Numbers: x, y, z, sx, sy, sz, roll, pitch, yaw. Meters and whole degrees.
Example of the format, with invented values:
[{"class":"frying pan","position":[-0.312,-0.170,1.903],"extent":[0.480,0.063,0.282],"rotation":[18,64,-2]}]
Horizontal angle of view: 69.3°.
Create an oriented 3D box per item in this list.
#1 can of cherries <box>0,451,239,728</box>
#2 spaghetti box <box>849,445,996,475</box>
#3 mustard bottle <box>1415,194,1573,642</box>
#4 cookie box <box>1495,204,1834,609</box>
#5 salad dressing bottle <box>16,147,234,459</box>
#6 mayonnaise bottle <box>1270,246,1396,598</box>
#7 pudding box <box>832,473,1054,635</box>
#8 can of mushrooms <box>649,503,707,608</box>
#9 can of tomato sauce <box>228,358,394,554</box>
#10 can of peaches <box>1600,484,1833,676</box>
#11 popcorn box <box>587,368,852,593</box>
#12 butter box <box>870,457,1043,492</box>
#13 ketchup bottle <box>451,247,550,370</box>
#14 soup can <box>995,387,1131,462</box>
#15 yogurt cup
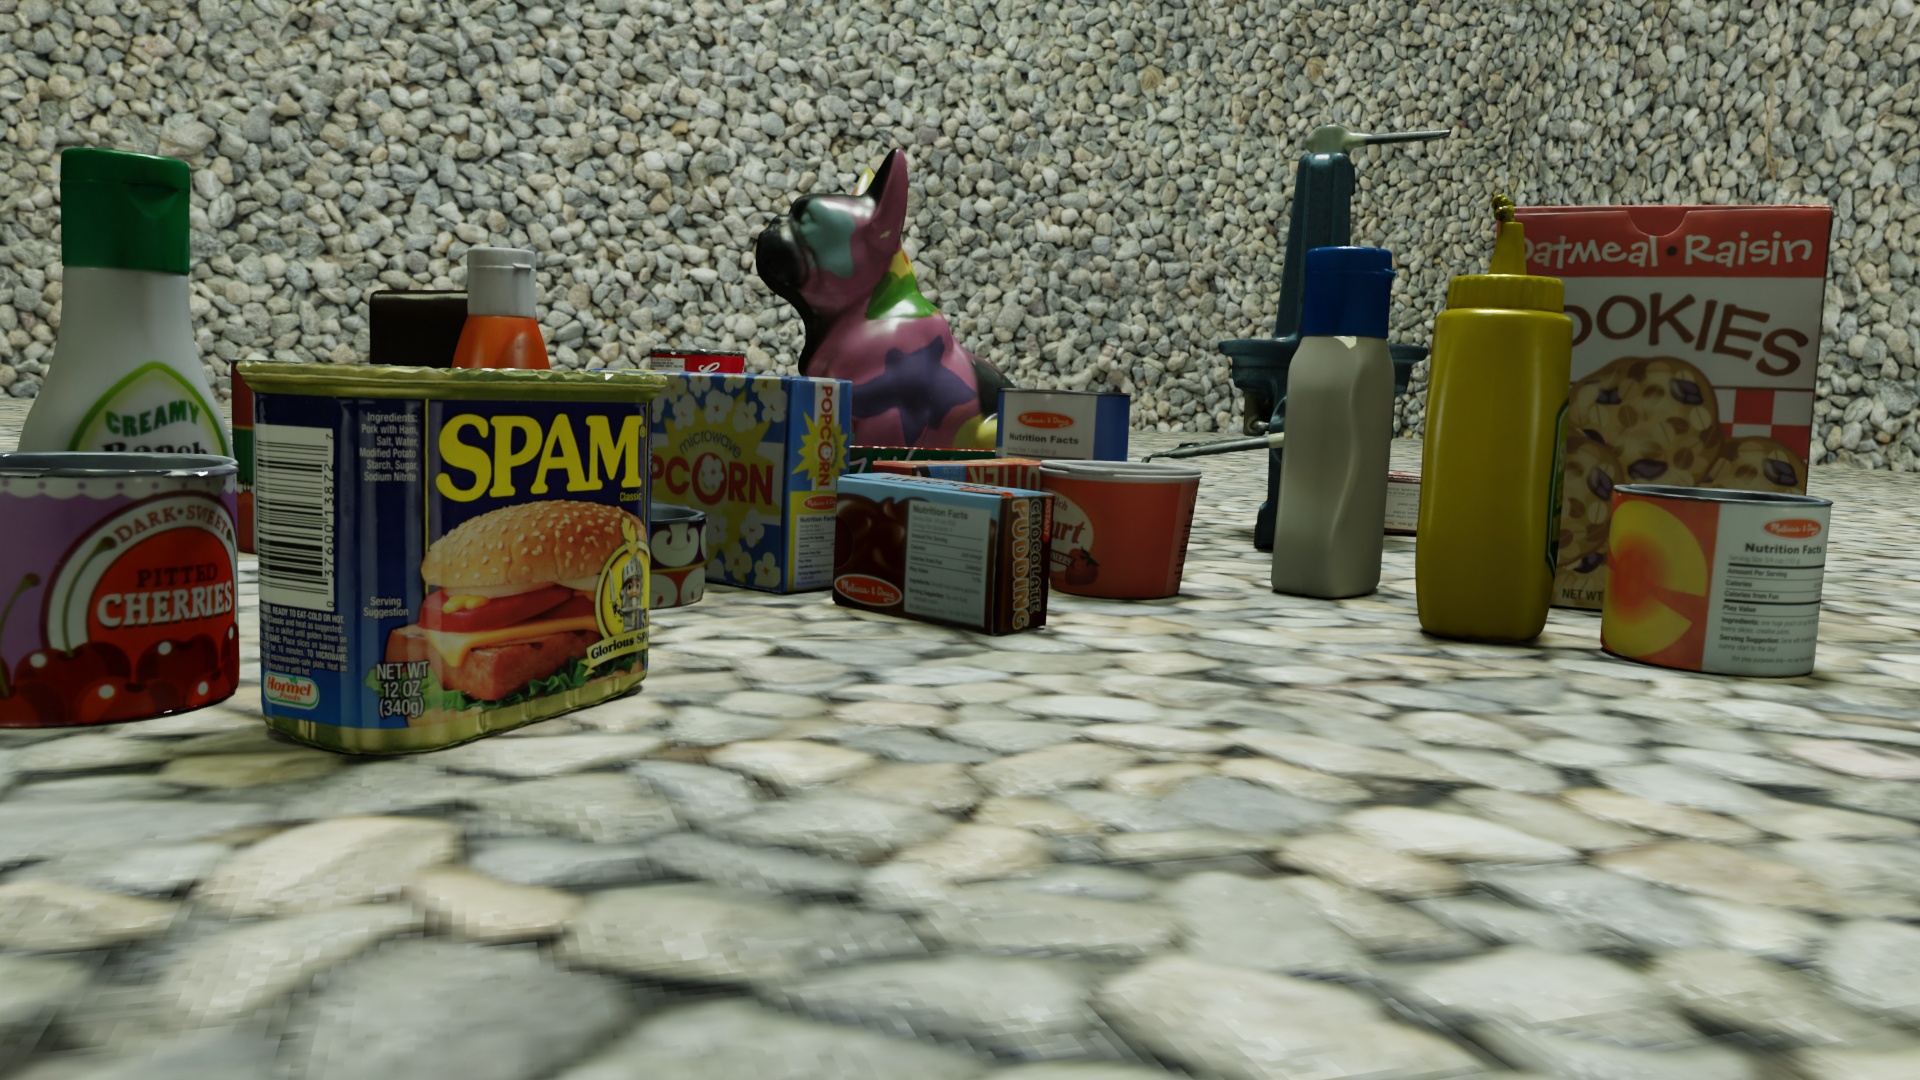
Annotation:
[{"class":"can of cherries","position":[-0.208,0.009,0.333],"extent":[0.071,0.058,0.071],"rotation":[2,6,0]},{"class":"spaghetti box","position":[-0.093,-0.027,0.735],"extent":[0.250,0.050,0.029],"rotation":[1,6,-15]},{"class":"mustard bottle","position":[0.194,-0.045,0.504],"extent":[0.049,0.160,0.065],"rotation":[5,6,23]},{"class":"cookie box","position":[0.284,-0.054,0.581],"extent":[0.123,0.167,0.040],"rotation":[5,6,23]},{"class":"salad dressing bottle","position":[-0.275,-0.052,0.459],"extent":[0.044,0.147,0.064],"rotation":[6,7,35]},{"class":"mayonnaise bottle","position":[0.164,-0.051,0.604],"extent":[0.041,0.148,0.065],"rotation":[6,7,35]},{"class":"pudding box","position":[-0.008,0.003,0.500],"extent":[0.083,0.049,0.030],"rotation":[8,8,42]},{"class":"can of mushrooms","position":[-0.127,0.004,0.518],"extent":[0.071,0.033,0.071],"rotation":[2,6,0]},{"class":"can of tomato sauce","position":[-0.287,-0.038,0.618],"extent":[0.071,0.083,0.071],"rotation":[2,6,0]},{"class":"can of peaches","position":[0.256,0.012,0.477],"extent":[0.071,0.058,0.071],"rotation":[2,6,0]},{"class":"popcorn box","position":[-0.104,-0.028,0.583],"extent":[0.126,0.085,0.038],"rotation":[7,7,37]},{"class":"butter box","position":[0.002,-0.007,0.580],"extent":[0.024,0.053,0.104],"rotation":[7,8,36]},{"class":"ketchup bottle","position":[-0.257,-0.088,0.780],"extent":[0.043,0.148,0.065],"rotation":[6,7,33]},{"class":"soup can","position":[0.050,-0.033,0.686],"extent":[0.071,0.083,0.071],"rotation":[2,6,0]},{"class":"yogurt cup","position":[0.066,-0.006,0.583],"extent":[0.072,0.054,0.072],"rotation":[2,6,0]}]
